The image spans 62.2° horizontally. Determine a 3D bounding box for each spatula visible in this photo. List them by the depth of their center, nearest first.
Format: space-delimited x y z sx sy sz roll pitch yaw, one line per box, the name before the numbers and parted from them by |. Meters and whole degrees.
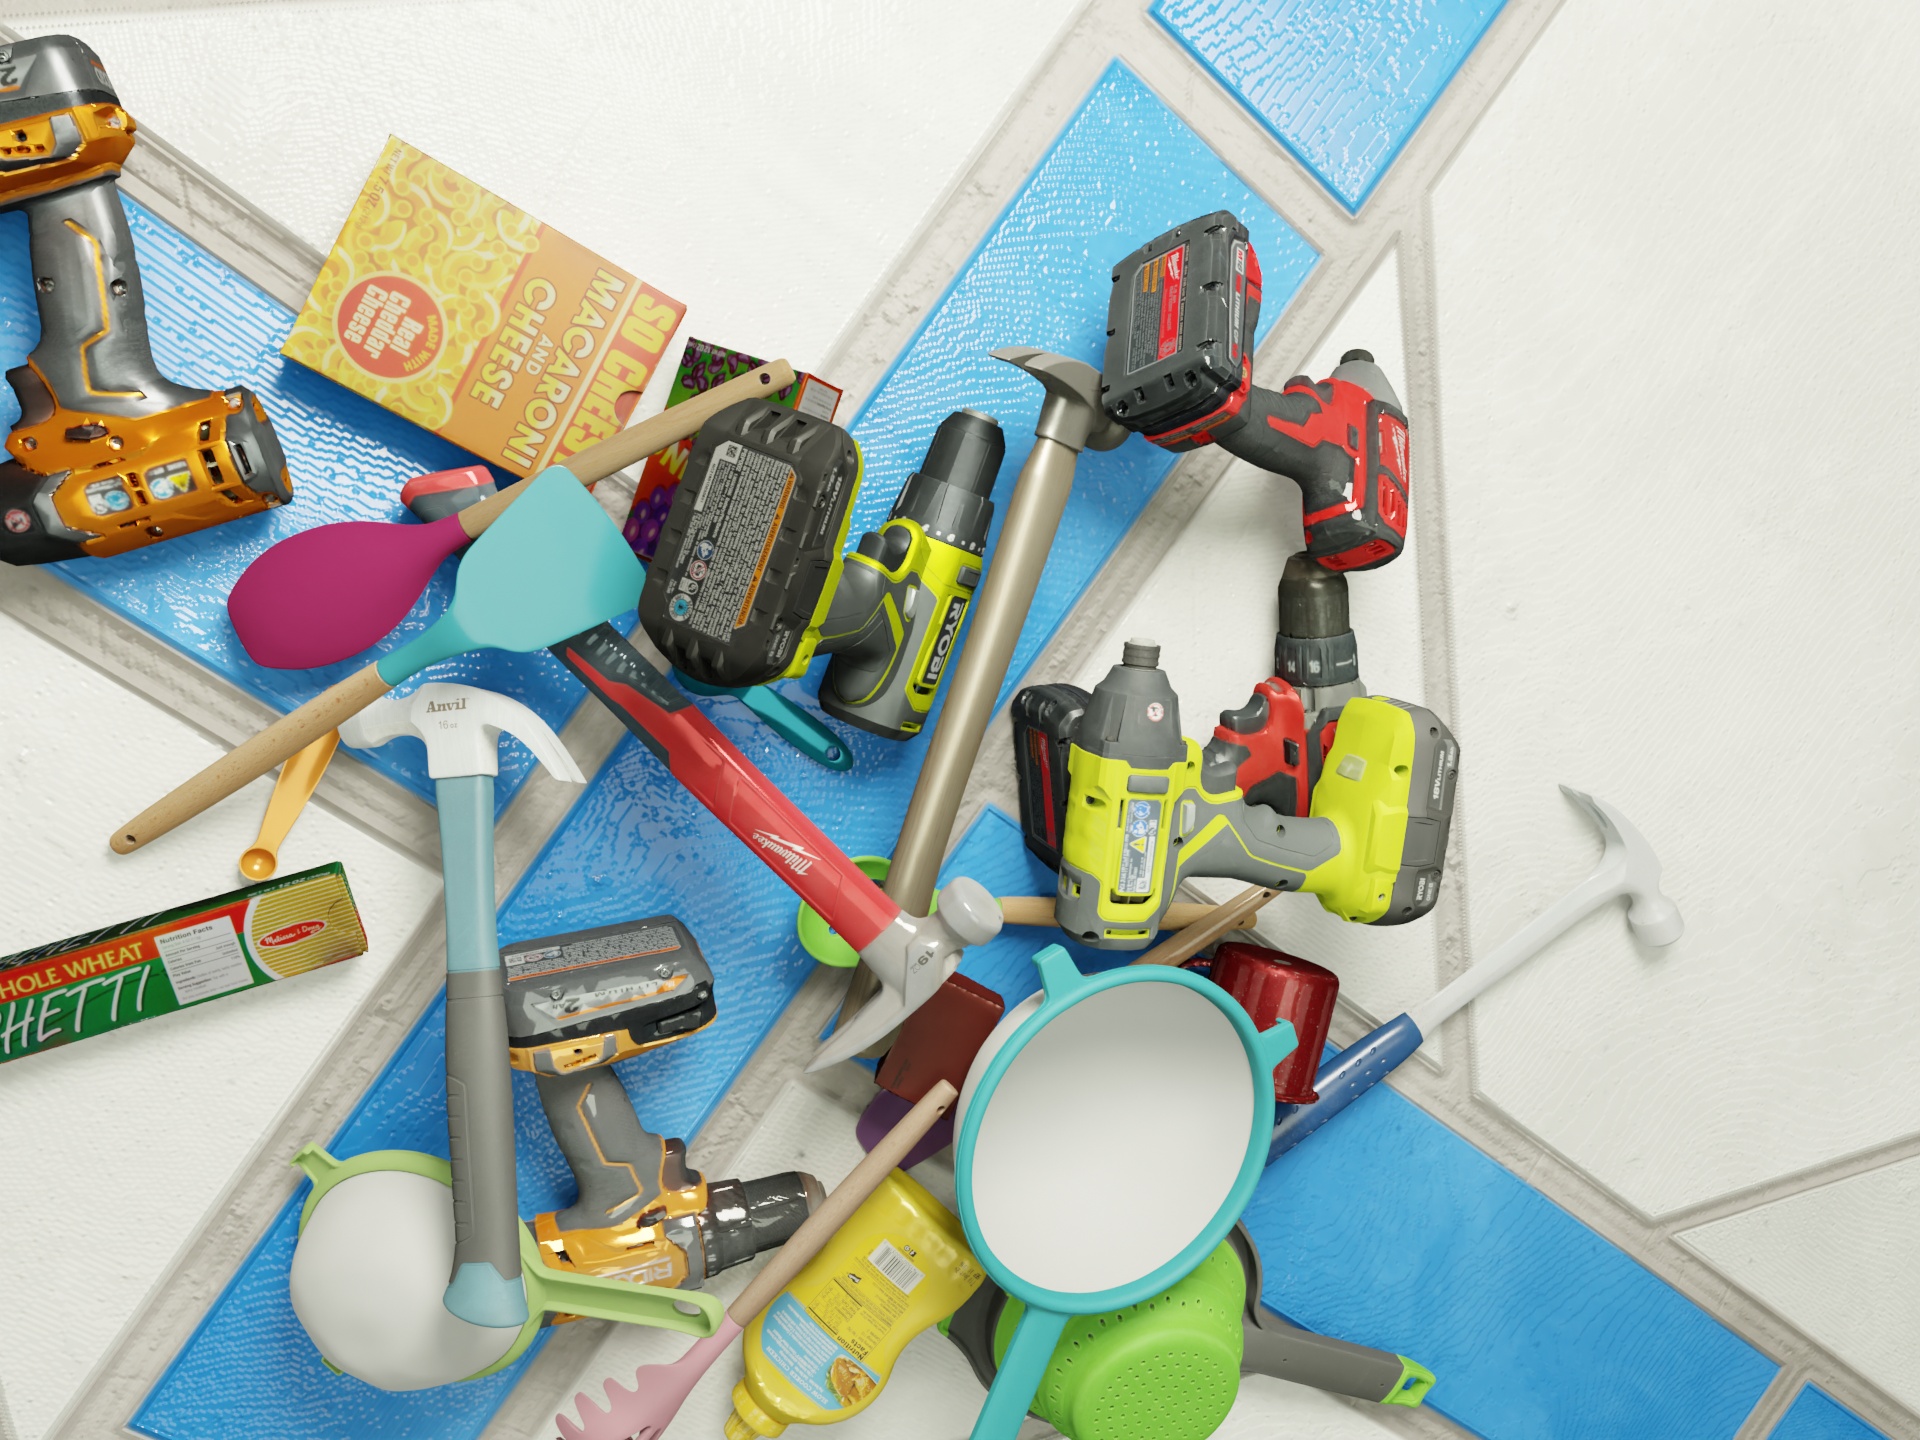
spatula | -0.310 -0.014 0.817 0.317 0.044 0.082 -30 111 11
spatula | 0.072 0.187 1.014 0.316 0.018 0.059 -32 104 -3

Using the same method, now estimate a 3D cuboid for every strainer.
strainer | -0.259 0.321 0.860 0.256 0.069 0.151 4 108 12
strainer | 0.051 0.294 0.951 0.210 0.095 0.340 22 92 -28

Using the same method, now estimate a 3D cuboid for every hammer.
hammer | -0.254 0.144 0.828 0.128 0.033 0.331 -6 84 11
hammer | -0.160 0.020 0.858 0.386 0.038 0.143 45 107 -5
hammer | -0.001 -0.003 0.893 0.038 0.146 0.410 21 97 23
hammer | 0.317 0.200 1.094 0.405 0.035 0.144 -34 110 -8

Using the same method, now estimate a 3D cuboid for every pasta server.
pasta server | -0.117 0.326 0.936 0.316 0.040 0.060 -47 137 1

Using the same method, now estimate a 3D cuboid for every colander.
colander | 0.181 0.433 1.054 0.396 0.095 0.204 23 106 -24

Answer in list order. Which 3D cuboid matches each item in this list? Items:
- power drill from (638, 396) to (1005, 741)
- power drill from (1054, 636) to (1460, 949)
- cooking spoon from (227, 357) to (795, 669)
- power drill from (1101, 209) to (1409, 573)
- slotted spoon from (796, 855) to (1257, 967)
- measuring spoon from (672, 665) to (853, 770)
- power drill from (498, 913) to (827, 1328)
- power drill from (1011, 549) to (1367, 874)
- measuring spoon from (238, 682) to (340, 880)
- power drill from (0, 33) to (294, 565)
power drill | -0.055 -0.090 0.839 0.080 0.228 0.190 23 96 24
power drill | 0.169 0.043 0.917 0.223 0.080 0.171 3 100 -21
cooking spoon | -0.229 -0.110 0.808 0.319 0.017 0.069 -25 95 4
power drill | 0.183 -0.188 0.916 0.219 0.078 0.143 25 62 -38
slotted spoon | 0.047 0.122 0.998 0.313 0.031 0.070 4 100 -20
measuring spoon | -0.110 -0.008 0.922 0.128 0.021 0.042 38 89 -19
power drill | -0.174 0.232 0.926 0.185 0.084 0.226 -9 108 -18
power drill | 0.151 0.000 0.980 0.226 0.080 0.188 -10 104 -18
measuring spoon | -0.359 0.033 0.862 0.021 0.011 0.117 25 89 -20
power drill | -0.439 -0.187 0.753 0.164 0.084 0.226 -20 110 -12
